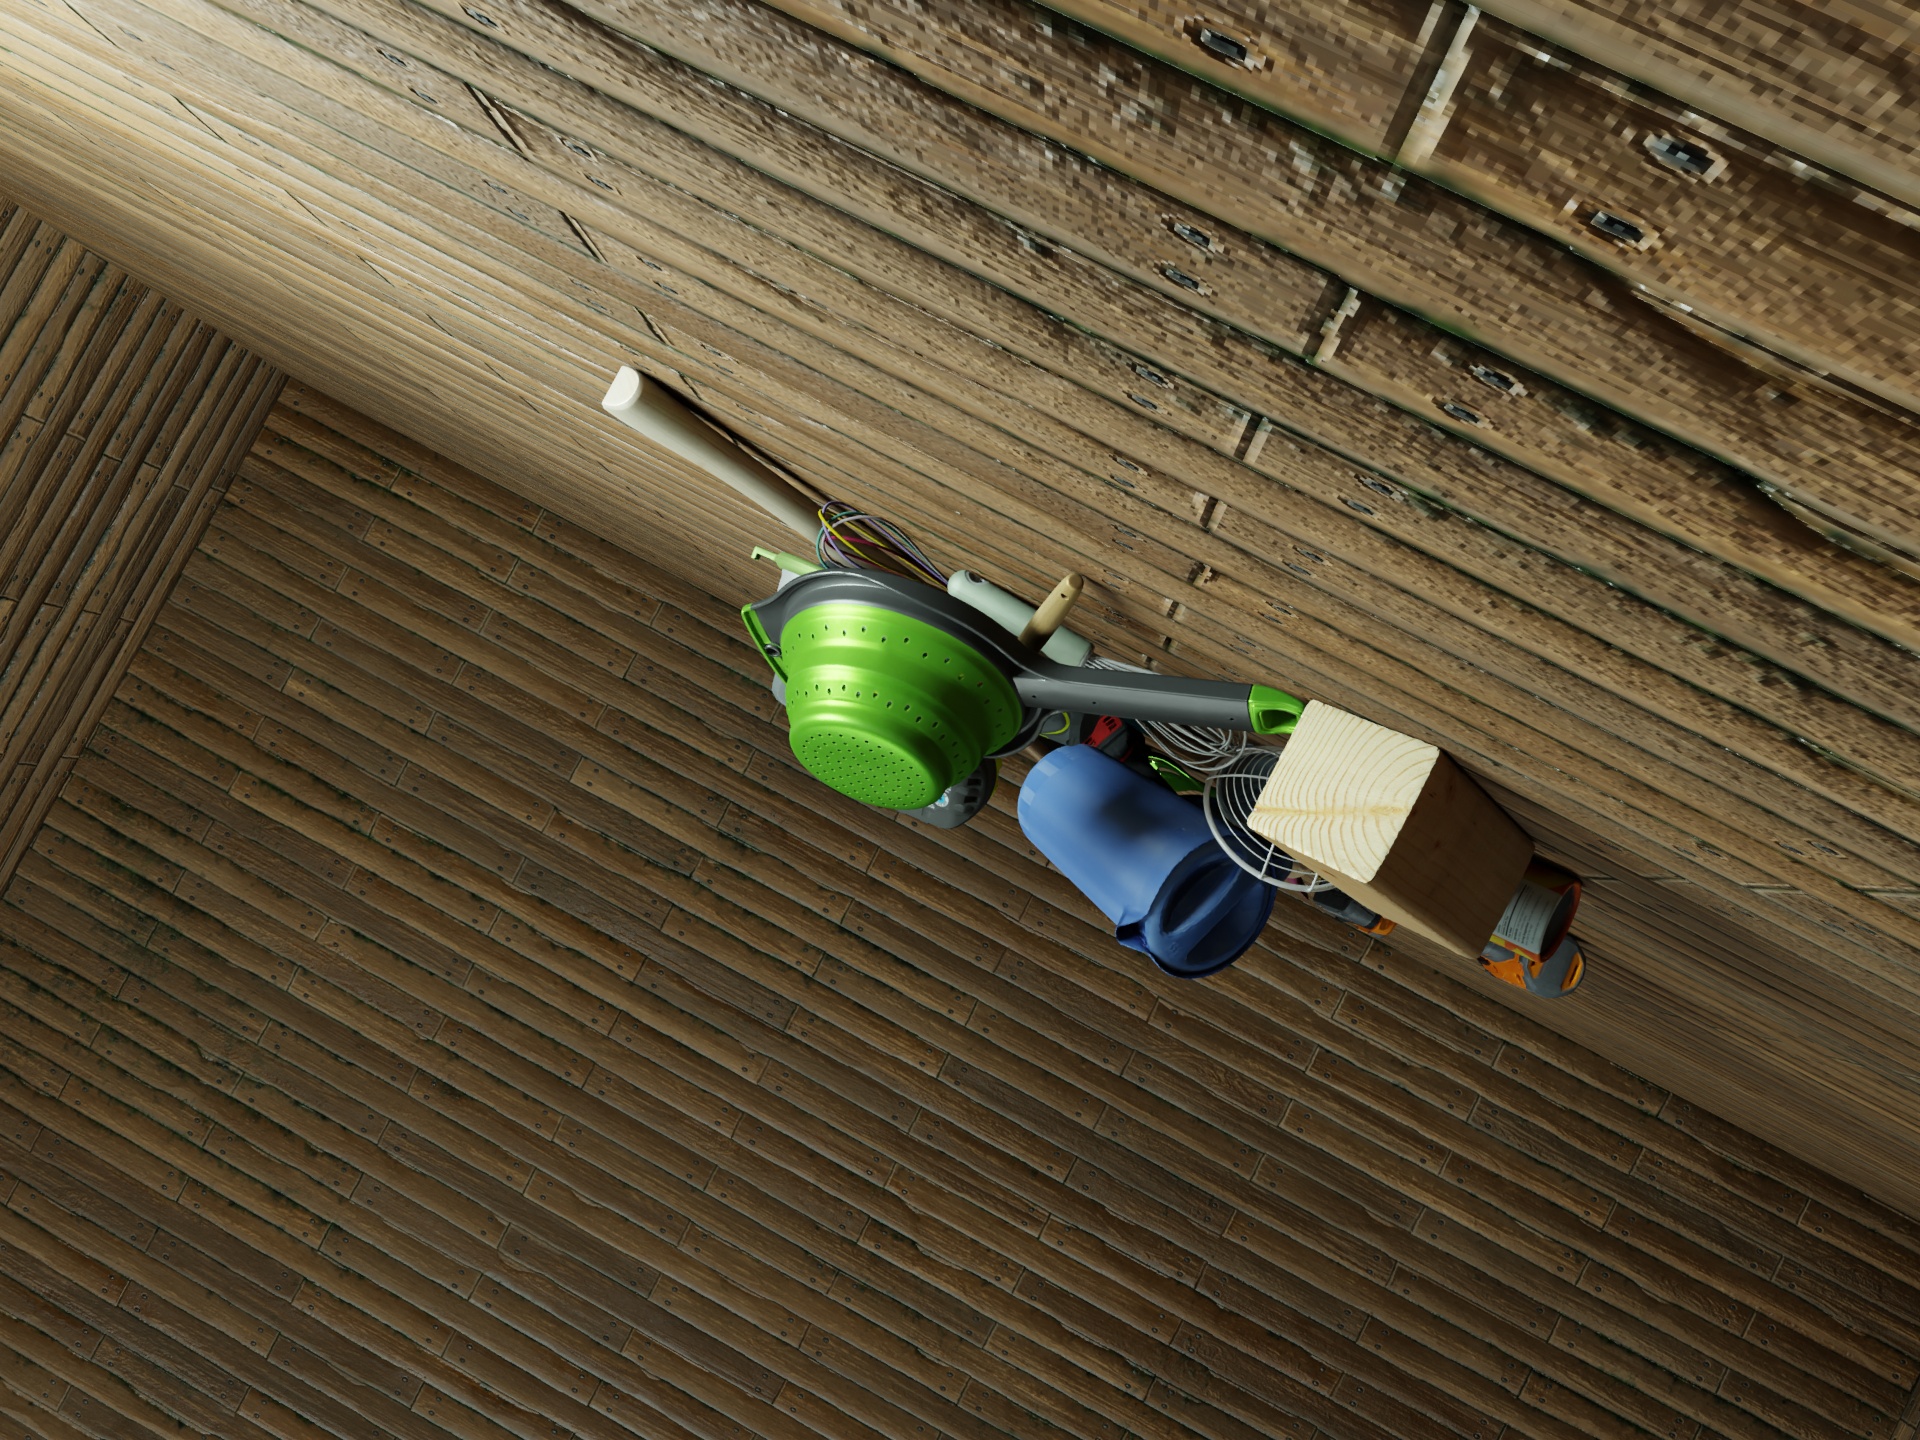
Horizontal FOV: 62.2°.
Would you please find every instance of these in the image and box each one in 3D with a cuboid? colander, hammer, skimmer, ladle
[{"bbox_3d":[0.024,0.005,1.039,0.397,0.095,0.204,7,149,25],"label":"colander"},{"bbox_3d":[-0.104,-0.147,1.192,0.146,0.038,0.410,24,175,39],"label":"hammer"},{"bbox_3d":[0.310,0.104,1.266,0.363,0.090,0.127,27,-149,-53],"label":"skimmer"},{"bbox_3d":[0.047,-0.050,1.098,0.069,0.031,0.315,35,166,1],"label":"ladle"}]

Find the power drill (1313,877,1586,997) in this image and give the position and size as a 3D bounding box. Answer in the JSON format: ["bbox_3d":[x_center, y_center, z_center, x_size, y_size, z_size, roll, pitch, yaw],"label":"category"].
[{"bbox_3d":[0.460,0.190,1.521,0.226,0.084,0.164,24,178,-4],"label":"power drill"}]

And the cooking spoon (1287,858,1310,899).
[{"bbox_3d":[0.315,0.141,1.503,0.069,0.017,0.318,45,-179,11],"label":"cooking spoon"}]

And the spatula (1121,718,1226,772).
[{"bbox_3d":[0.192,0.027,1.431,0.317,0.044,0.082,25,139,0],"label":"spatula"}]

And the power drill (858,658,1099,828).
[{"bbox_3d":[-0.002,-0.004,1.300,0.171,0.080,0.223,21,-152,20],"label":"power drill"}]

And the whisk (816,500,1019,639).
[{"bbox_3d":[-0.018,-0.099,1.191,0.047,0.051,0.244,16,173,47],"label":"whisk"}]

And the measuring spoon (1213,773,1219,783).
[{"bbox_3d":[0.261,0.055,1.620,0.021,0.011,0.116,27,177,16],"label":"measuring spoon"}]

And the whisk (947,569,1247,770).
[{"bbox_3d":[0.097,-0.040,1.149,0.246,0.059,0.058,31,-155,7],"label":"whisk"}]

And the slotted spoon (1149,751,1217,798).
[{"bbox_3d":[0.308,0.092,1.706,0.314,0.031,0.070,23,157,38],"label":"slotted spoon"}]

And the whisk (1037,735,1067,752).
[{"bbox_3d":[0.010,-0.014,1.648,0.285,0.070,0.070,28,178,20],"label":"whisk"}]

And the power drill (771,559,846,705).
[{"bbox_3d":[-0.059,-0.055,1.501,0.228,0.080,0.191,23,-142,-13],"label":"power drill"}]

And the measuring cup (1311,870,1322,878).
[{"bbox_3d":[0.342,0.107,1.642,0.157,0.029,0.062,40,150,37],"label":"measuring cup"}]

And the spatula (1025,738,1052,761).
[{"bbox_3d":[0.000,-0.042,1.602,0.316,0.018,0.059,43,-176,7],"label":"spatula"}]

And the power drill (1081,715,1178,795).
[{"bbox_3d":[0.201,0.083,1.561,0.220,0.078,0.143,50,-176,20],"label":"power drill"}]

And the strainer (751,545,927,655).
[{"bbox_3d":[-0.059,-0.055,1.201,0.151,0.069,0.257,26,-179,-37],"label":"strainer"}]
